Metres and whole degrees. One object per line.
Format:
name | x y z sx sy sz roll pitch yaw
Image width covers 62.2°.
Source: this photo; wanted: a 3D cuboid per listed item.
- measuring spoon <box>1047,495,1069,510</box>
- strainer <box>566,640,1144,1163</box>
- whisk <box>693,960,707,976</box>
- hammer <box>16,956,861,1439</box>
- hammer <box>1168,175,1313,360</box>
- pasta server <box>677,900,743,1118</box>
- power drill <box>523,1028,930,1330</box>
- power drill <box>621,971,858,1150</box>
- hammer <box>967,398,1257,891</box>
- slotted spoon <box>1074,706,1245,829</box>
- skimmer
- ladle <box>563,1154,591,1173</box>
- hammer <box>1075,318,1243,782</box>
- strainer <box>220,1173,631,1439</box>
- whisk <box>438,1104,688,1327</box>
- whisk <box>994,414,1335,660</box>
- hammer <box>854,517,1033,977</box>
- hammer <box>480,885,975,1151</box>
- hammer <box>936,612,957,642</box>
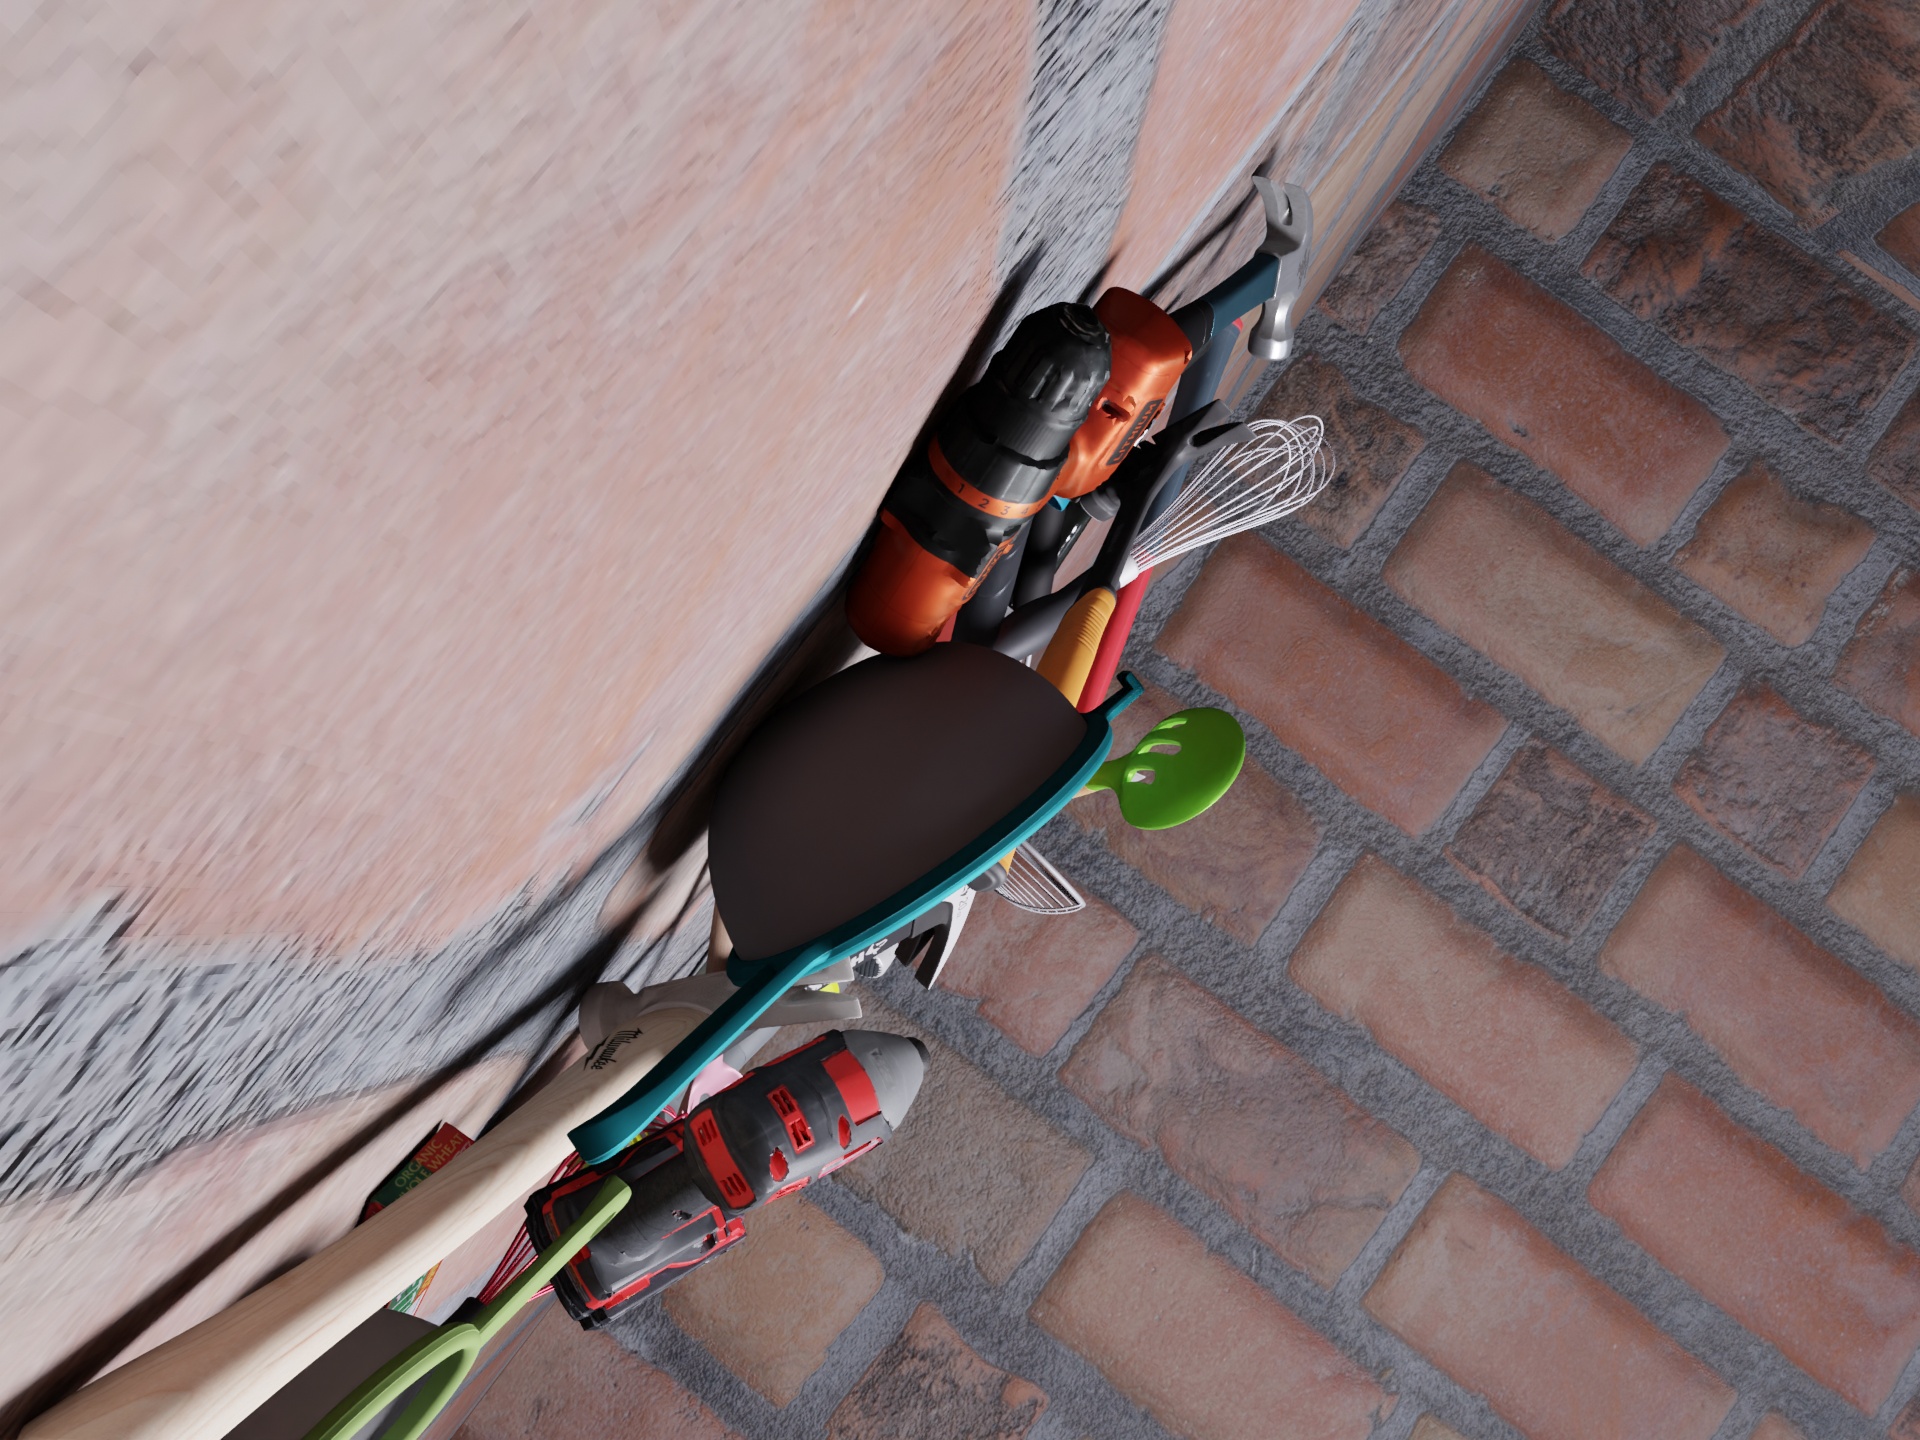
measuring spoon | 0.045 -0.138 0.905 0.021 0.042 0.128 -45 -176 1
strainer | -0.071 0.051 0.684 0.211 0.095 0.340 -27 -171 37
whisk | -0.140 0.137 1.177 0.246 0.059 0.057 -50 141 12
hammer | -0.172 0.172 0.614 0.146 0.038 0.410 -11 -174 18
hammer | 0.135 -0.229 0.939 0.331 0.033 0.128 -42 146 -45
pasta server | -0.142 0.177 0.957 0.060 0.040 0.316 -27 145 -37
power drill | -0.115 0.224 0.813 0.219 0.078 0.143 -39 166 37
power drill | -0.197 0.262 1.262 0.190 0.080 0.228 -31 -166 52
hammer | 0.071 -0.047 0.899 0.127 0.034 0.337 -24 -147 48
slotted spoon | 0.061 0.035 0.874 0.070 0.031 0.314 -59 -166 -17
skimmer | 0.061 -0.013 1.124 0.090 0.127 0.363 -14 128 -32
ladle | -0.157 0.204 1.098 0.320 0.062 0.078 -36 159 -48
hammer | 0.148 -0.136 1.213 0.143 0.038 0.386 10 -102 61
strainer | -0.240 0.256 0.658 0.256 0.069 0.151 -39 165 -52
whisk | -0.246 0.310 0.867 0.296 0.073 0.073 -39 168 -46
whisk | 0.128 -0.117 1.034 0.284 0.070 0.070 -34 172 -14
hammer | -0.002 -0.003 0.963 0.149 0.036 0.408 -54 167 -39
hammer | -0.124 0.171 0.913 0.335 0.035 0.146 -29 148 -31
hammer | -0.003 -0.049 1.151 0.149 0.037 0.359 -53 177 -9
